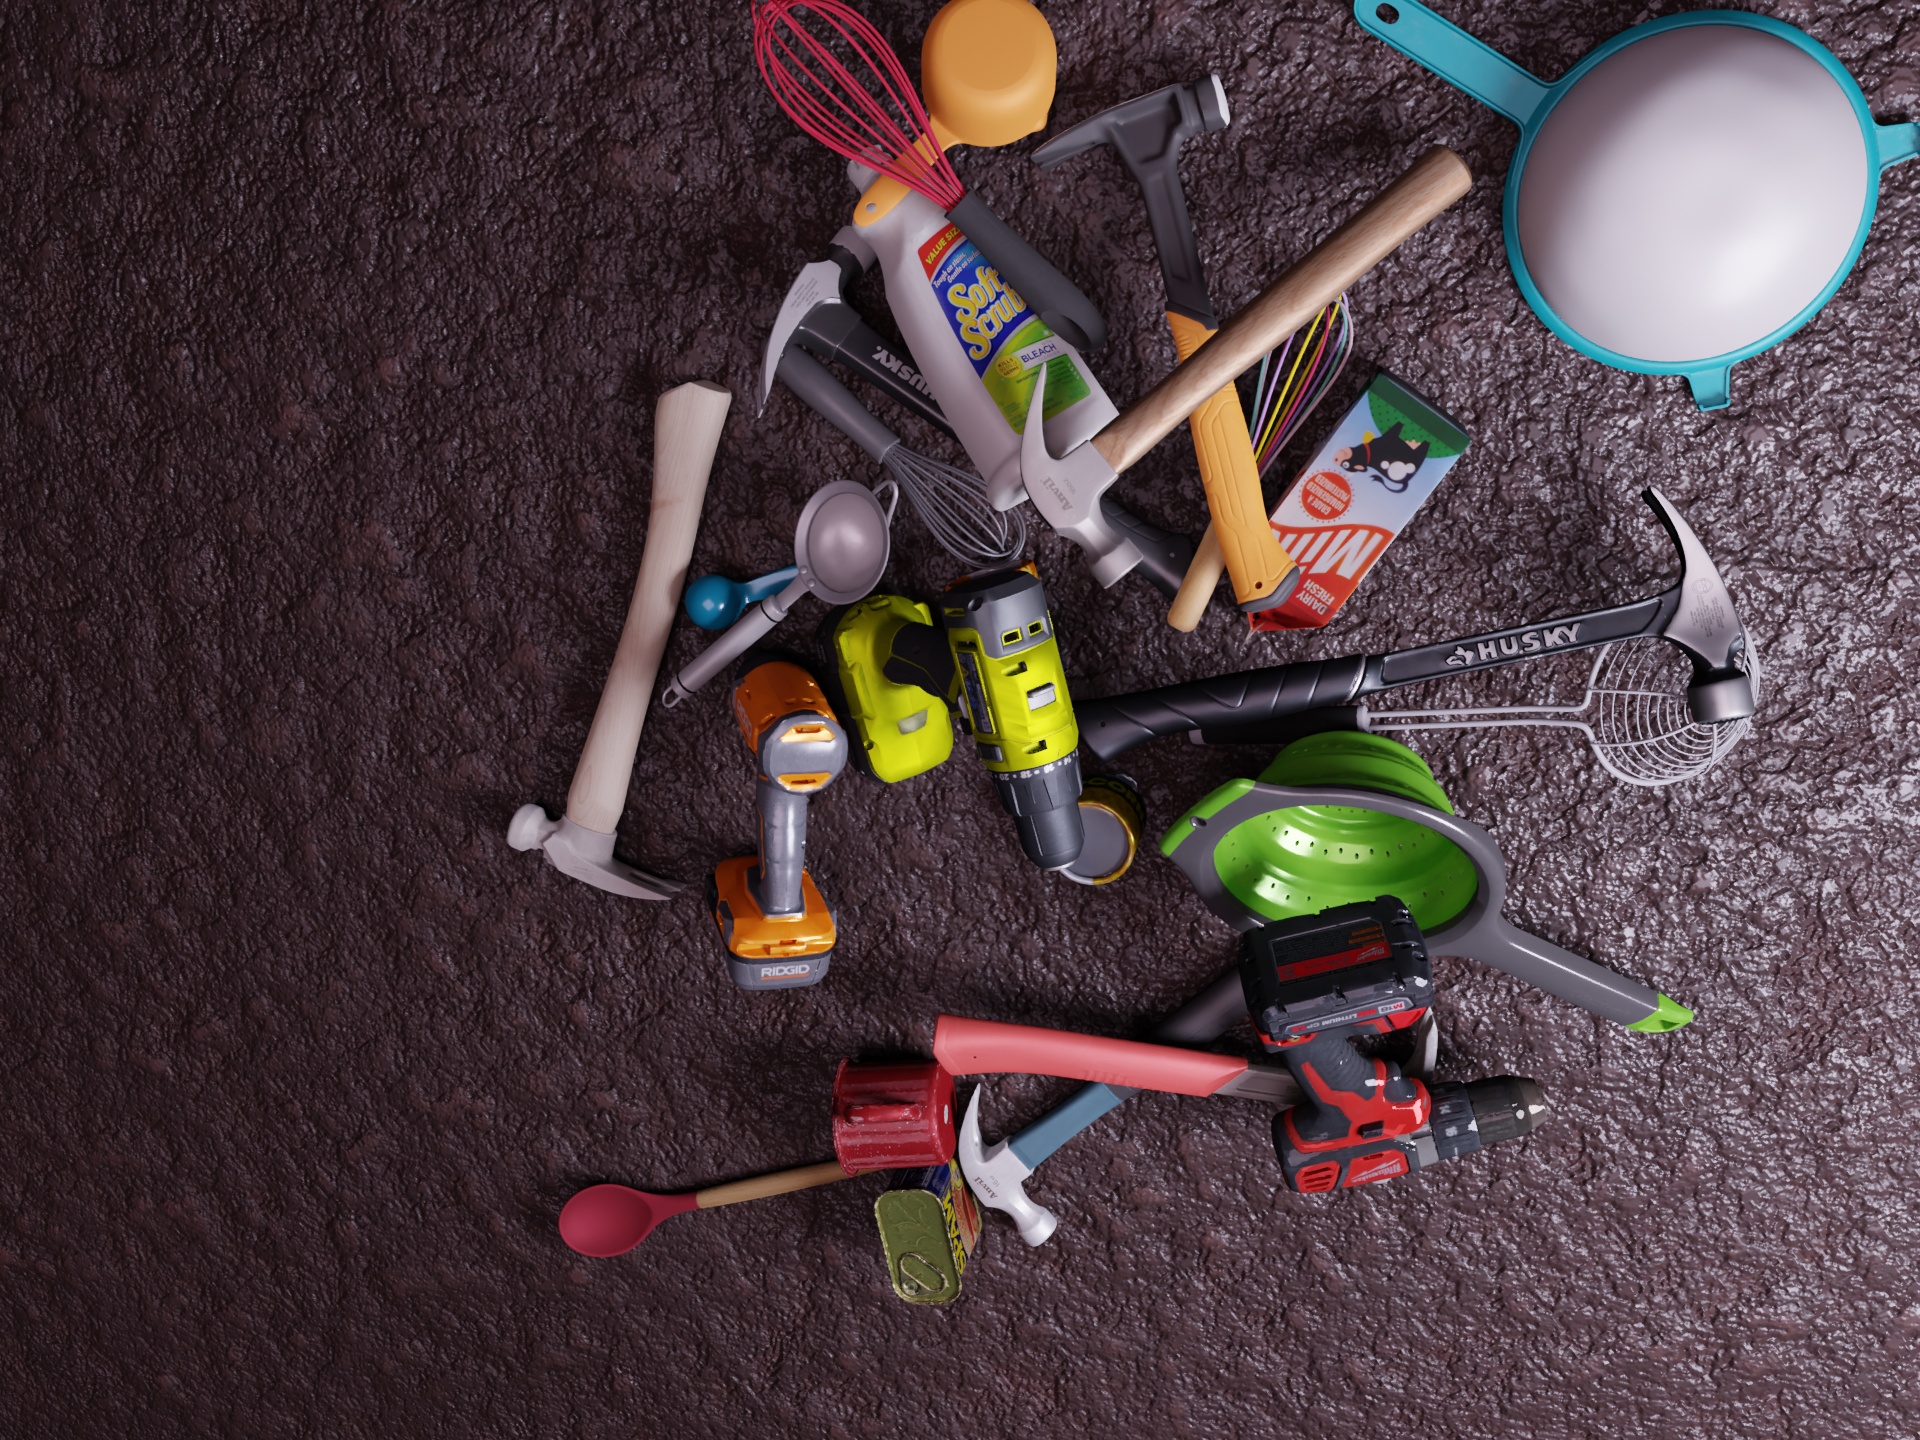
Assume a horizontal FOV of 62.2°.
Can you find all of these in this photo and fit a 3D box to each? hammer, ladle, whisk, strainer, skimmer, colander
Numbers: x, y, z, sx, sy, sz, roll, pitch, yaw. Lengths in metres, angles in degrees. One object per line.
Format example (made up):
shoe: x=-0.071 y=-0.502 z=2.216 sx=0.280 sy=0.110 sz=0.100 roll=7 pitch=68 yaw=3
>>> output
hammer: x=0.017 y=-0.186 z=1.078 sx=0.334 sy=0.035 sz=0.146 roll=35 pitch=69 yaw=-5
hammer: x=0.128 y=0.274 z=1.220 sx=0.331 sy=0.033 sz=0.128 roll=-42 pitch=94 yaw=22
ladle: x=-0.199 y=0.401 z=1.349 sx=0.315 sy=0.031 sz=0.069 roll=-16 pitch=104 yaw=17
whisk: x=-0.049 y=-0.193 z=1.117 sx=0.239 sy=0.055 sz=0.055 roll=41 pitch=112 yaw=5
strainer: x=0.377 y=-0.341 z=0.931 sx=0.340 sy=0.095 sz=0.211 roll=33 pitch=112 yaw=2
hammer: x=0.268 y=-0.037 z=1.001 sx=0.409 sy=0.036 sz=0.149 roll=-11 pitch=86 yaw=12
hammer: x=0.145 y=-0.231 z=1.014 sx=0.127 sy=0.034 sz=0.337 roll=-15 pitch=87 yaw=18
strainer: x=-0.127 y=-0.086 z=1.138 sx=0.258 sy=0.050 sz=0.087 roll=-37 pitch=70 yaw=23
hammer: x=-0.234 y=-0.056 z=1.213 sx=0.146 sy=0.038 sz=0.410 roll=22 pitch=111 yaw=6
skimmer: x=0.340 y=-0.012 z=1.079 sx=0.363 sy=0.090 sz=0.127 roll=-3 pitch=111 yaw=26
whisk: x=-0.016 y=-0.332 z=0.977 sx=0.295 sy=0.073 sz=0.073 roll=41 pitch=113 yaw=-18
hammer: x=0.173 y=-0.235 z=0.971 sx=0.331 sy=0.031 sz=0.130 roll=-40 pitch=90 yaw=1
hammer: x=0.159 y=0.248 z=1.162 sx=0.359 sy=0.037 sz=0.149 roll=9 pitch=114 yaw=0
colander: x=0.332 y=0.106 z=1.087 sx=0.397 sy=0.095 sz=0.204 roll=24 pitch=143 yaw=-12
whisk: x=0.192 y=-0.171 z=1.041 sx=0.051 sy=0.047 sz=0.245 roll=21 pitch=104 yaw=-13

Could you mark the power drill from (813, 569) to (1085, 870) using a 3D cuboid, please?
power drill: x=-0.002 y=-0.003 z=1.072 sx=0.229 sy=0.080 sz=0.190 roll=10 pitch=118 yaw=58

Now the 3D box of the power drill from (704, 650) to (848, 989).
power drill: x=-0.138 y=0.064 z=1.175 sx=0.084 sy=0.164 sz=0.226 roll=-2 pitch=116 yaw=-19

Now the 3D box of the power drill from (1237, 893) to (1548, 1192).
power drill: x=0.290 y=0.225 z=1.069 sx=0.188 sy=0.080 sz=0.226 roll=-15 pitch=126 yaw=10

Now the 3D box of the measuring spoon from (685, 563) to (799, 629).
measuring spoon: x=-0.141 y=-0.096 z=1.166 sx=0.128 sy=0.021 sz=0.042 roll=-16 pitch=110 yaw=3

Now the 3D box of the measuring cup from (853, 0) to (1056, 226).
measuring cup: x=-0.010 y=-0.386 z=1.006 sx=0.095 sy=0.052 sz=0.173 roll=41 pitch=86 yaw=2
